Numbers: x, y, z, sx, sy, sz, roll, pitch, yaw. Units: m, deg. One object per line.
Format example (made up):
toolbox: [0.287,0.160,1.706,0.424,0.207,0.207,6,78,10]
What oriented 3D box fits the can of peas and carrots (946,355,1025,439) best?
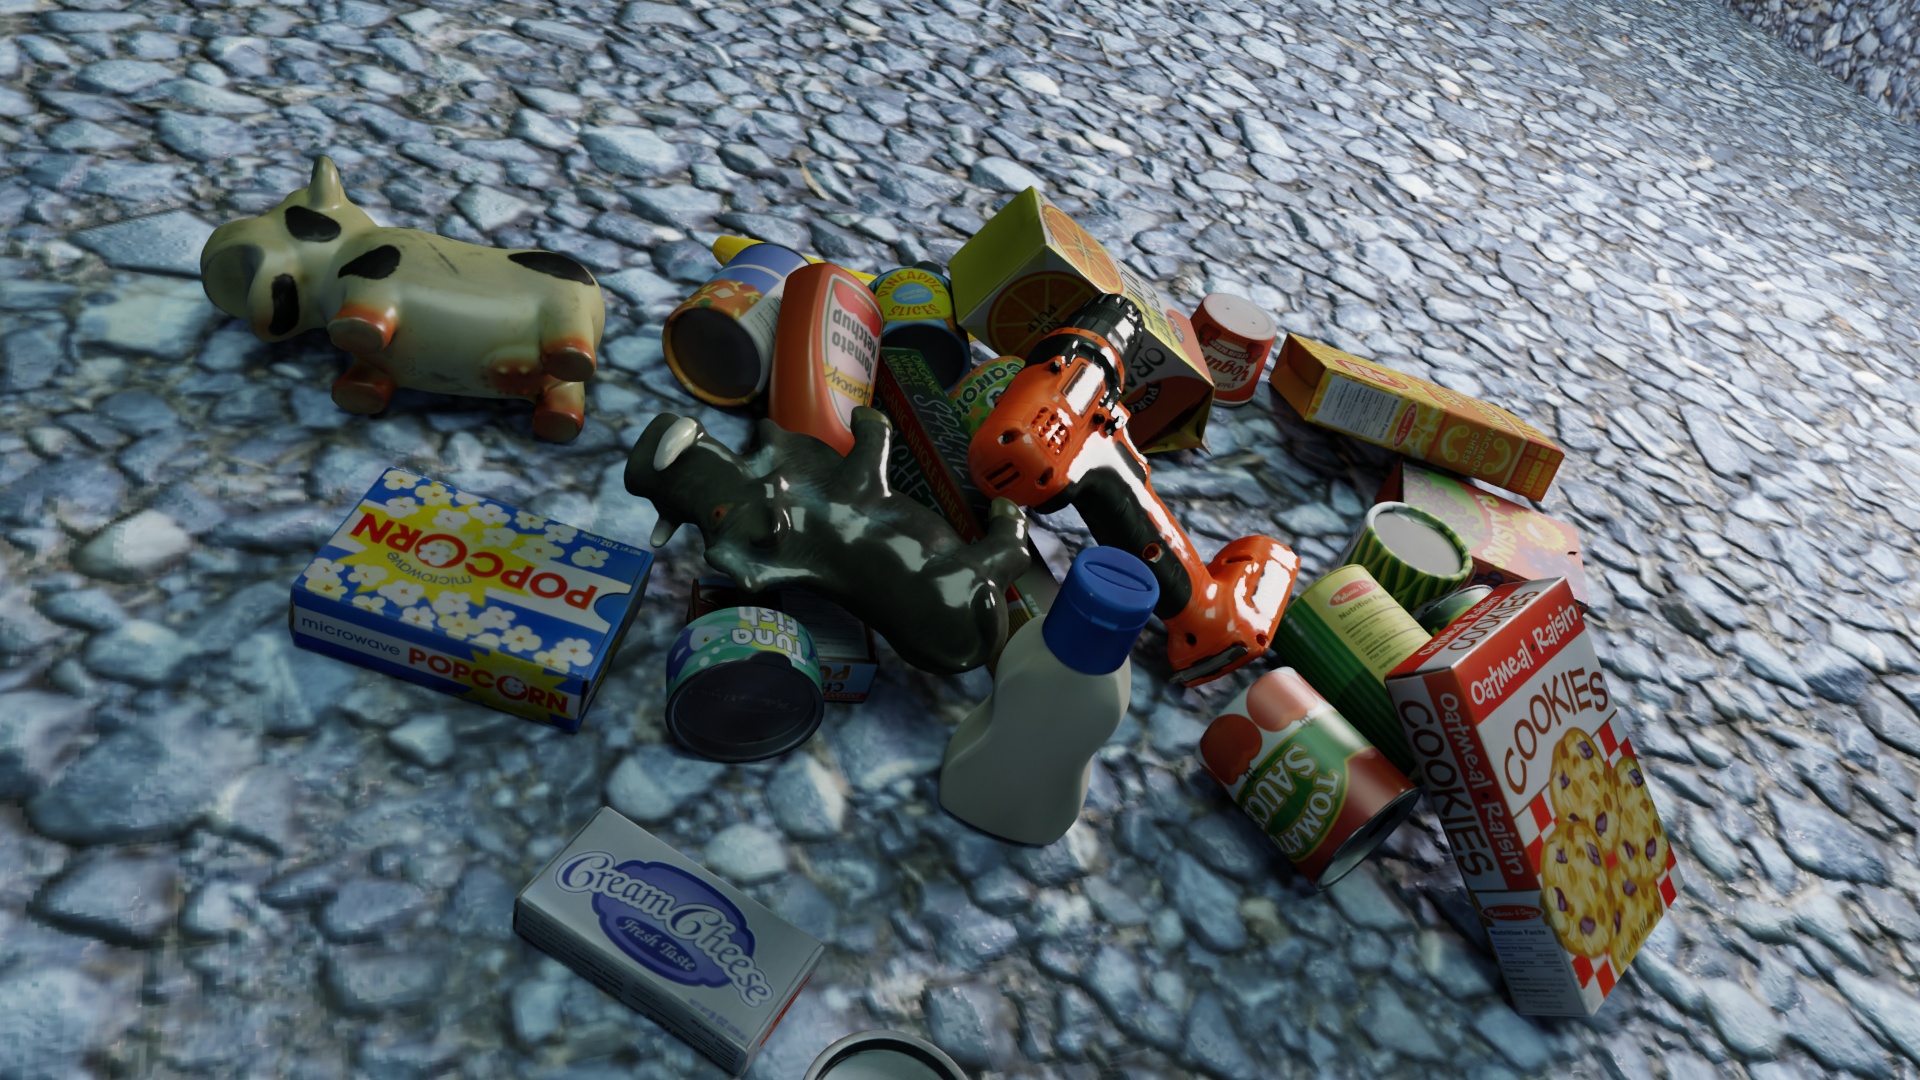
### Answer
can of peas and carrots: [0.029,-0.064,0.789,0.071,0.070,0.059,-15,51,-37]

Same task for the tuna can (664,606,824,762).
tuna can: [-0.091,0.060,0.590,0.071,0.070,0.033,7,40,-18]

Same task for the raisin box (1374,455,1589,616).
raisin box: [0.326,0.005,0.873,0.123,0.039,0.086,23,38,0]

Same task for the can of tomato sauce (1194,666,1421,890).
can of tomato sauce: [0.161,0.111,0.652,0.071,0.070,0.083,-18,52,-38]

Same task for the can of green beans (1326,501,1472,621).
can of green beans: [0.253,0.020,0.807,0.071,0.057,0.071,13,40,-11]

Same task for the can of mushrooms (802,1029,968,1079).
can of mushrooms: [-0.029,0.208,0.477,0.071,0.033,0.071,14,40,-11]

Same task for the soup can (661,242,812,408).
soup can: [-0.124,-0.123,0.791,0.071,0.071,0.084,26,39,4]

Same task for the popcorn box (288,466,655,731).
popcorn box: [-0.209,0.024,0.603,0.127,0.038,0.085,18,38,-4]

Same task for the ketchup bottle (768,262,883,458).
ketchup bottle: [-0.075,-0.072,0.738,0.064,0.043,0.149,40,46,-47]

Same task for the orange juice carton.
orange juice carton: [0.088,-0.122,0.852,0.192,0.072,0.072,33,31,-30]

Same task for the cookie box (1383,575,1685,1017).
cookie box: [0.272,0.115,0.654,0.123,0.040,0.167,-24,93,-41]

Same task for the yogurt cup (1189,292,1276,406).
yogurt cup: [0.181,-0.133,0.953,0.072,0.053,0.073,14,39,-11]

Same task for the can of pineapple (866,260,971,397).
can of pineapple: [-0.028,-0.122,0.830,0.071,0.070,0.058,9,41,-16]

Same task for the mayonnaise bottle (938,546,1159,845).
mayonnaise bottle: [0.039,0.067,0.581,0.065,0.147,0.041,21,39,-2]

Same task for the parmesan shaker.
parmesan shaker: [0.217,0.073,0.725,0.071,0.071,0.103,-12,51,-35]

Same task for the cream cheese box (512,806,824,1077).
cream cheese box: [-0.109,0.147,0.517,0.104,0.024,0.054,30,39,9]

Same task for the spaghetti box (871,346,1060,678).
spaghetti box: [0.003,-0.009,0.730,0.029,0.050,0.251,-2,44,-30]

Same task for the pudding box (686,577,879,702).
pudding box: [-0.083,0.046,0.642,0.084,0.030,0.050,5,43,-20]

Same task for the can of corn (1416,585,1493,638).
can of corn: [0.280,0.069,0.758,0.071,0.070,0.058,-7,47,-31]

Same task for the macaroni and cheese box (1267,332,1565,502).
macaroni and cheese box: [0.302,-0.086,0.936,0.166,0.040,0.124,18,18,-5]
